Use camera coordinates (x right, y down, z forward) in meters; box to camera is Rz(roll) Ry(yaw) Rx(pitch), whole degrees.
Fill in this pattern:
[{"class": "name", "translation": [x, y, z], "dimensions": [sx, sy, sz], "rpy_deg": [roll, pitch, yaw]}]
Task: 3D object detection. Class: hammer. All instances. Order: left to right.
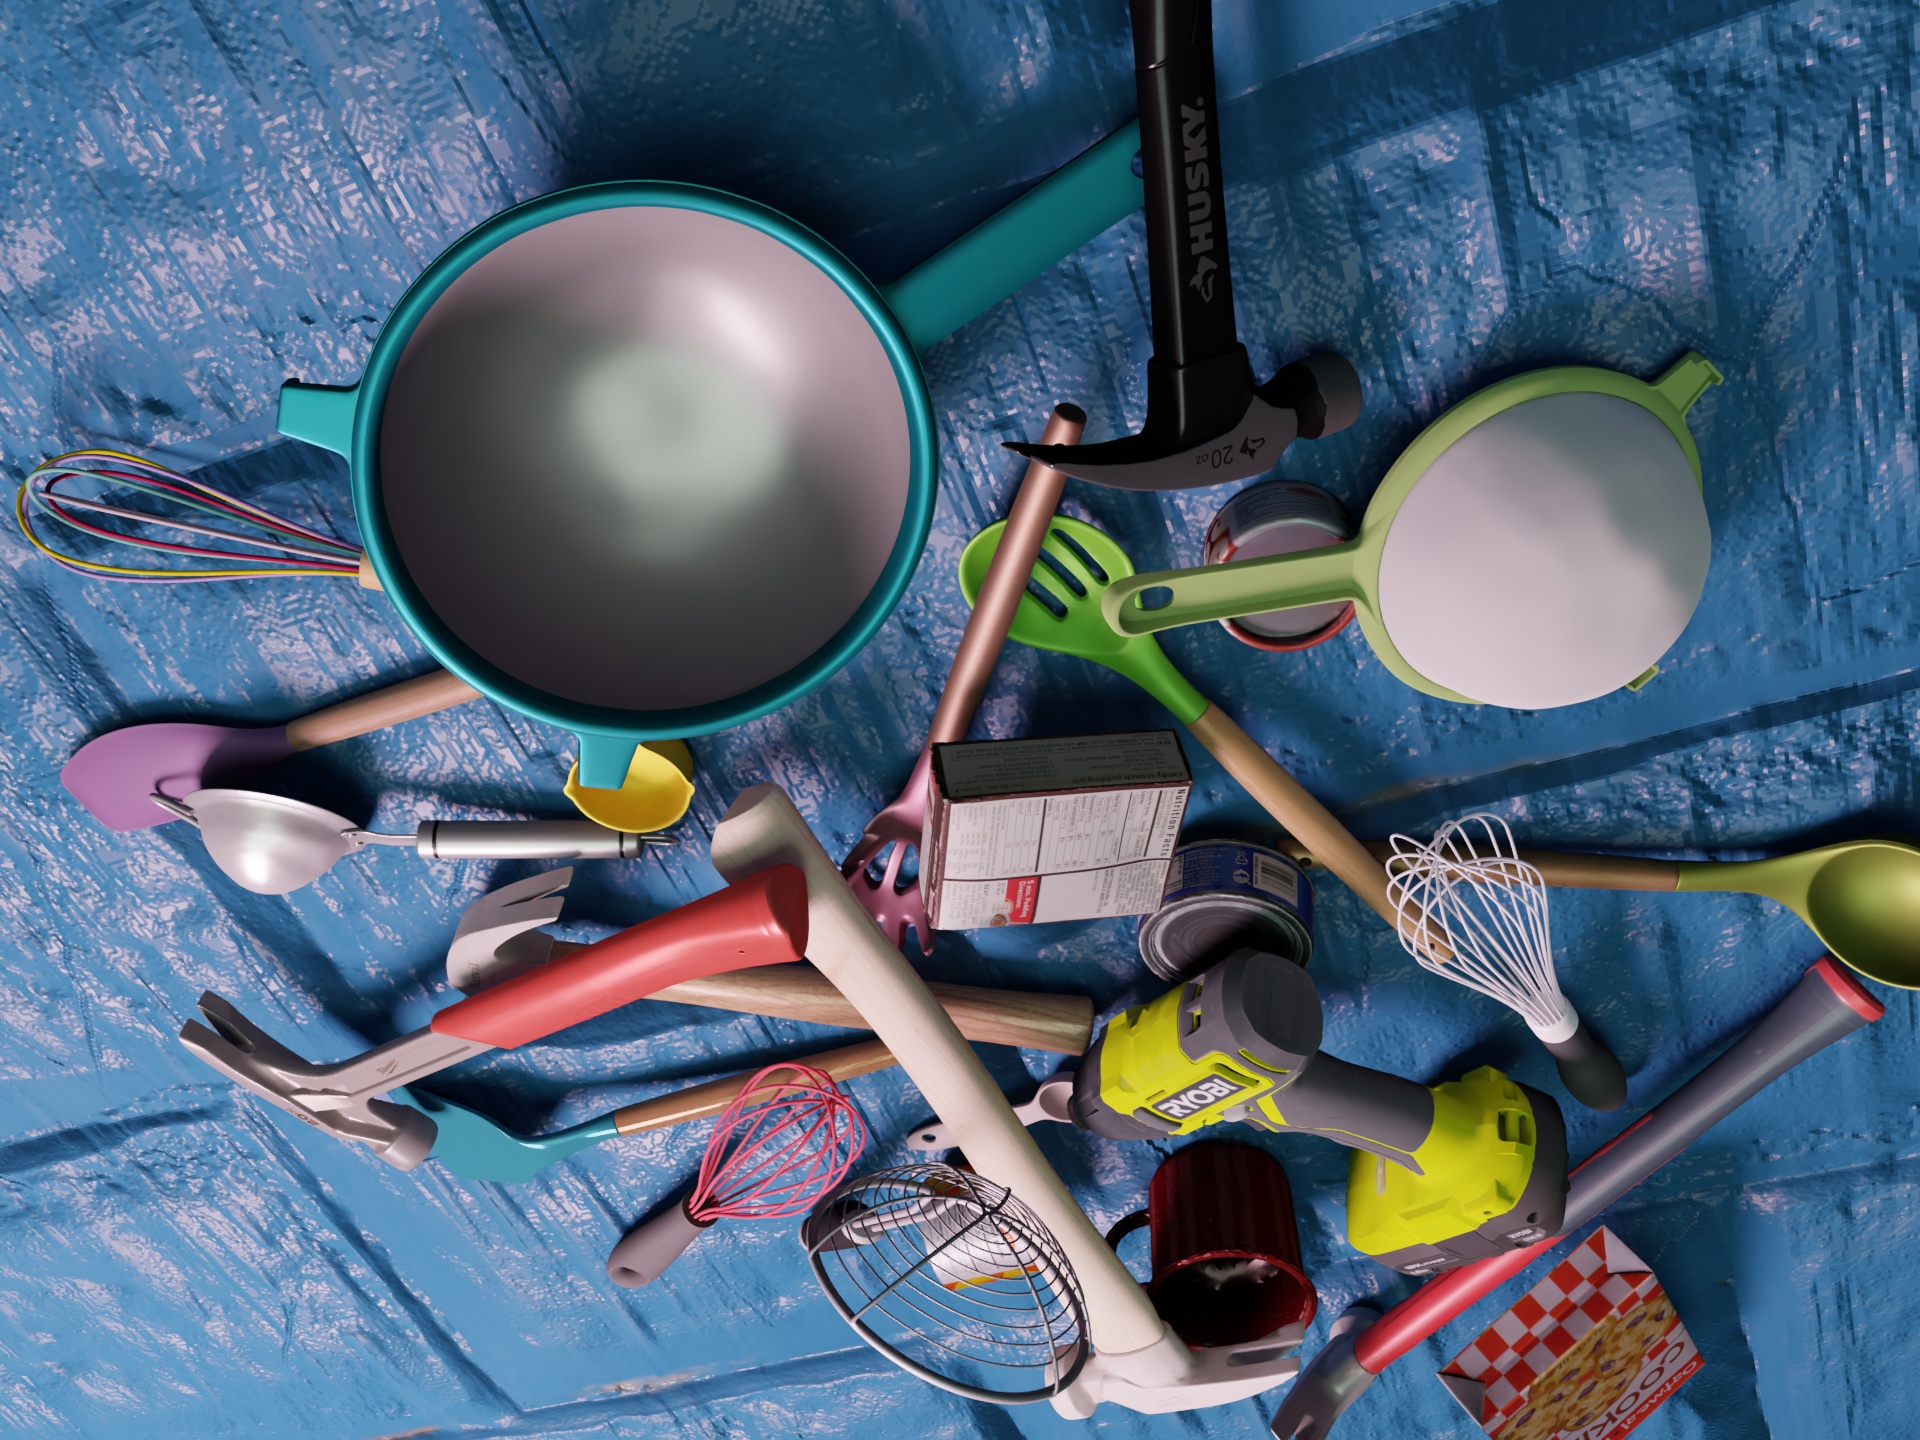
[{"class": "hammer", "translation": [-0.220, 0.136, 0.773], "dimensions": [0.359, 0.037, 0.149], "rpy_deg": [-25, 126, 30]}, {"class": "hammer", "translation": [-0.095, 0.138, 0.819], "dimensions": [0.331, 0.031, 0.130], "rpy_deg": [7, 138, -4]}, {"class": "hammer", "translation": [0.018, 0.194, 0.781], "dimensions": [0.146, 0.038, 0.410], "rpy_deg": [-22, 112, 28]}, {"class": "hammer", "translation": [0.065, -0.236, 0.529], "dimensions": [0.146, 0.035, 0.334], "rpy_deg": [-22, 121, -23]}, {"class": "hammer", "translation": [0.315, 0.262, 0.839], "dimensions": [0.038, 0.143, 0.386], "rpy_deg": [48, 116, 16]}]

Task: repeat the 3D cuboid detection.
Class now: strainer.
[{"class": "strainer", "translation": [-0.267, 0.059, 0.776], "dimensions": [0.258, 0.050, 0.086], "rpy_deg": [0, 156, -3]}, {"class": "strainer", "translation": [-0.067, -0.140, 0.613], "dimensions": [0.340, 0.095, 0.210], "rpy_deg": [-33, 120, 1]}, {"class": "strainer", "translation": [0.186, -0.050, 0.619], "dimensions": [0.256, 0.069, 0.151], "rpy_deg": [-9, 123, -9]}]

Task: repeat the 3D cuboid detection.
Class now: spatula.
[{"class": "spatula", "translation": [-0.295, -0.001, 0.754], "dimensions": [0.316, 0.018, 0.059], "rpy_deg": [-15, 129, 15]}, {"class": "spatula", "translation": [-0.165, 0.209, 0.889], "dimensions": [0.317, 0.044, 0.082], "rpy_deg": [-16, 120, 9]}]

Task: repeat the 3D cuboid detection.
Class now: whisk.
[{"class": "whisk", "translation": [-0.280, -0.077, 0.690], "dimensions": [0.245, 0.047, 0.051], "rpy_deg": [10, 137, -8]}, {"class": "whisk", "translation": [-0.136, 0.266, 0.886], "dimensions": [0.073, 0.073, 0.295], "rpy_deg": [29, 135, -15]}, {"class": "whisk", "translation": [0.272, 0.126, 0.756], "dimensions": [0.070, 0.070, 0.284], "rpy_deg": [-27, 135, 20]}]

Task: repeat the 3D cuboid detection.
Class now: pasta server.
[{"class": "pasta server", "translation": [-0.001, -0.002, 0.698], "dimensions": [0.060, 0.040, 0.316], "rpy_deg": [14, 133, -8]}]

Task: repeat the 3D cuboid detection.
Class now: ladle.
[{"class": "ladle", "translation": [0.310, 0.079, 0.746], "dimensions": [0.320, 0.062, 0.078], "rpy_deg": [3, 126, 5]}]

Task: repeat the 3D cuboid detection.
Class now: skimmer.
[{"class": "skimmer", "translation": [-0.042, 0.273, 0.777], "dimensions": [0.127, 0.090, 0.363], "rpy_deg": [22, 155, -10]}]

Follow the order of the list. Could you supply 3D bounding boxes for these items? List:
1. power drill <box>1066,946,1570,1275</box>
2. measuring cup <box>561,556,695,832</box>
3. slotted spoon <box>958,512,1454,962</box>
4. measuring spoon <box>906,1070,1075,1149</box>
[{"class": "power drill", "translation": [0.176, 0.202, 0.807], "dimensions": [0.223, 0.080, 0.171], "rpy_deg": [26, 140, -17]}, {"class": "measuring cup", "translation": [-0.157, -0.014, 0.722], "dimensions": [0.062, 0.029, 0.156], "rpy_deg": [-1, 129, 2]}, {"class": "slotted spoon", "translation": [0.121, 0.013, 0.716], "dimensions": [0.313, 0.031, 0.070], "rpy_deg": [42, 123, -18]}, {"class": "measuring spoon", "translation": [0.022, 0.218, 0.889], "dimensions": [0.124, 0.018, 0.034], "rpy_deg": [-22, 122, 26]}]
